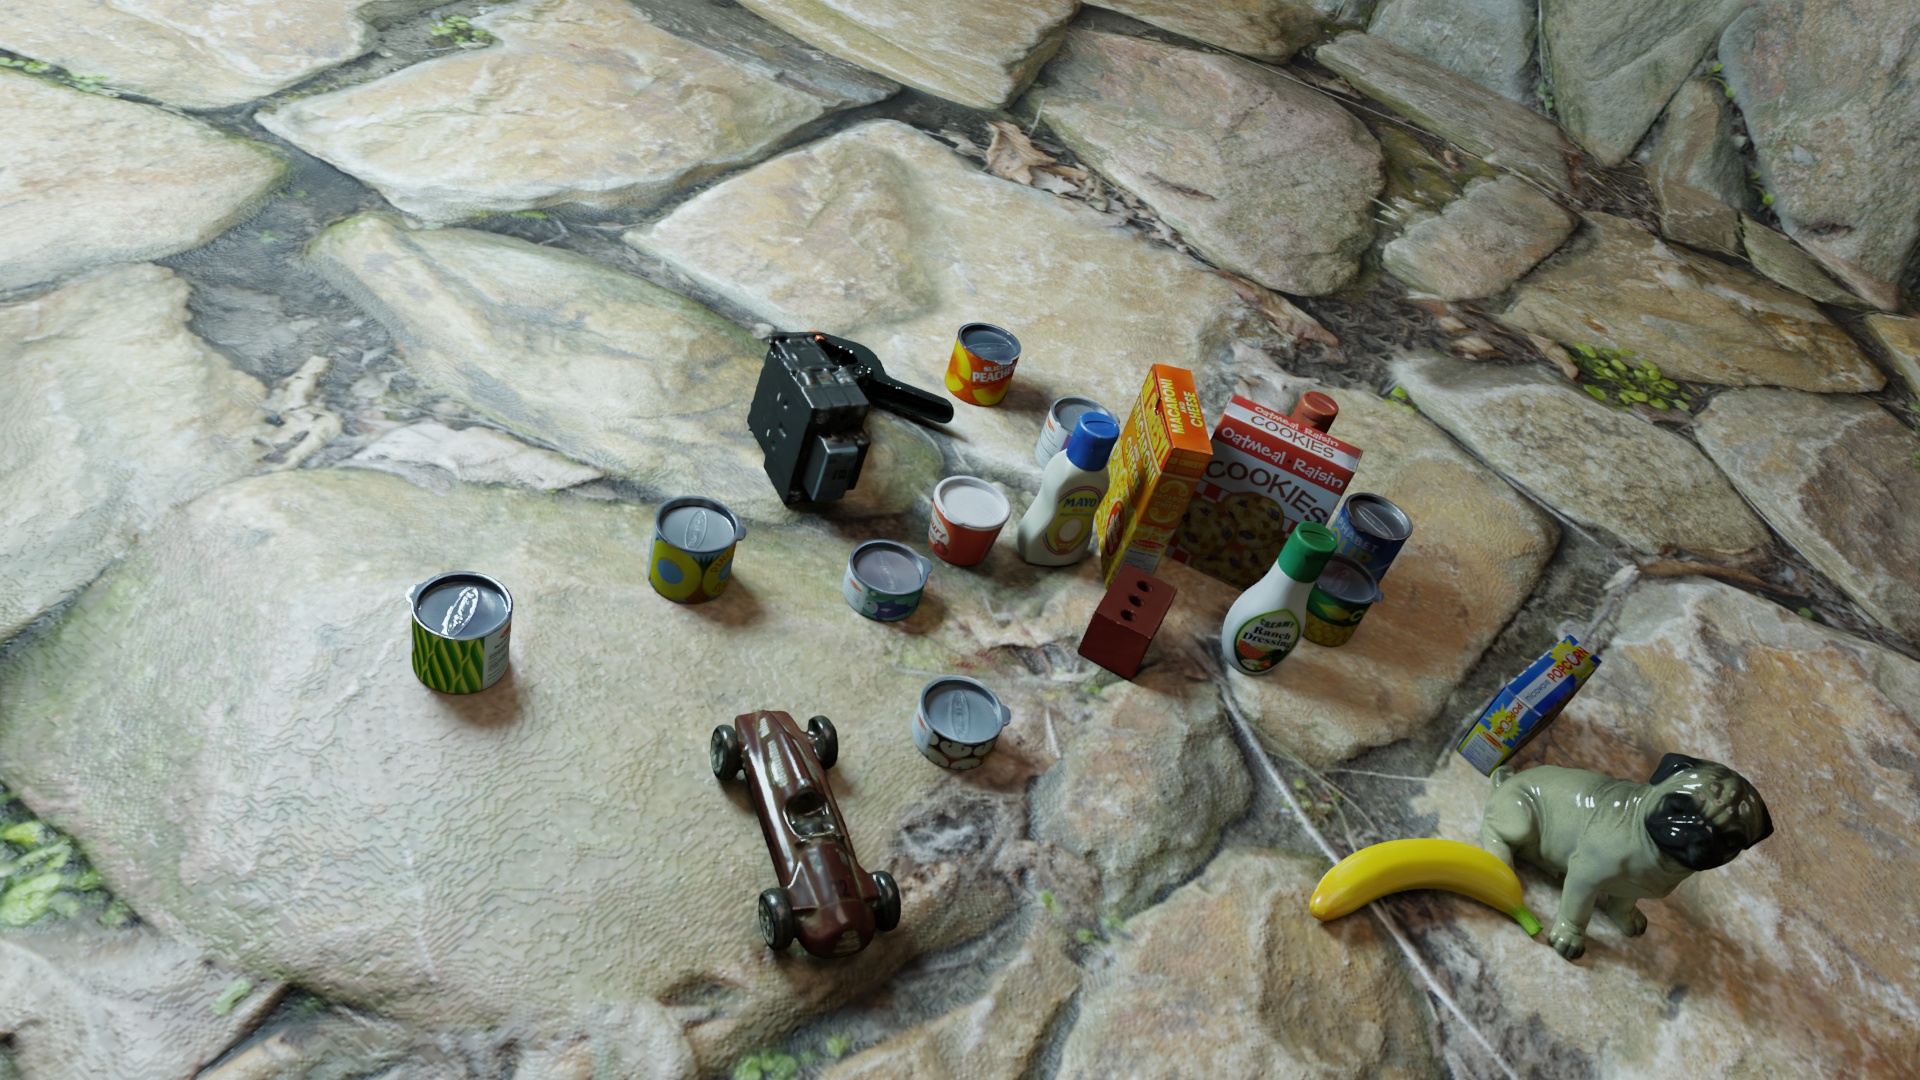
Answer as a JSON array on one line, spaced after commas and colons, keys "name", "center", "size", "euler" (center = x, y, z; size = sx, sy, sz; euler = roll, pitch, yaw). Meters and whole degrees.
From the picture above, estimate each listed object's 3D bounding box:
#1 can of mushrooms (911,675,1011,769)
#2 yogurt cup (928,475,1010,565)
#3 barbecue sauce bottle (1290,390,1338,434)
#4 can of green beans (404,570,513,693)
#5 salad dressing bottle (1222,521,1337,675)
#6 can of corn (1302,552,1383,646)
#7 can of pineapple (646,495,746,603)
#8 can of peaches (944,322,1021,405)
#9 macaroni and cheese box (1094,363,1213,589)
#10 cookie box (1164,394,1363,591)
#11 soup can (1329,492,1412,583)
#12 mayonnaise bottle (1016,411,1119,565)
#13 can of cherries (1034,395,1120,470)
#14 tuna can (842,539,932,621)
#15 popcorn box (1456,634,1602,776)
[{"name": "can of mushrooms", "center": [0.000, 0.137, 1.044], "size": [0.071, 0.033, 0.071], "euler": [11, 40, -10]}, {"name": "yogurt cup", "center": [0.004, -0.015, 1.205], "size": [0.072, 0.053, 0.073], "euler": [11, 40, -10]}, {"name": "barbecue sauce bottle", "center": [0.313, -0.074, 1.323], "size": [0.065, 0.147, 0.044], "euler": [34, 41, 17]}, {"name": "can of green beans", "center": [-0.348, 0.064, 0.968], "size": [0.071, 0.057, 0.071], "euler": [11, 40, -10]}, {"name": "salad dressing bottle", "center": [0.268, 0.049, 1.164], "size": [0.064, 0.146, 0.044], "euler": [12, 40, -9]}, {"name": "can of corn", "center": [0.337, 0.054, 1.256], "size": [0.071, 0.058, 0.071], "euler": [11, 40, -10]}, {"name": "can of pineapple", "center": [-0.209, 0.008, 1.089], "size": [0.071, 0.057, 0.071], "euler": [11, 40, -10]}, {"name": "can of peaches", "center": [0.023, -0.175, 1.394], "size": [0.071, 0.057, 0.071], "euler": [11, 40, -10]}, {"name": "macaroni and cheese box", "center": [0.165, -0.053, 1.226], "size": [0.040, 0.165, 0.124], "euler": [10, 40, -11]}, {"name": "cookie box", "center": [0.266, -0.035, 1.244], "size": [0.123, 0.166, 0.040], "euler": [25, 40, 7]}, {"name": "soup can", "center": [0.373, 0.007, 1.305], "size": [0.071, 0.083, 0.072], "euler": [11, 40, -10]}, {"name": "mayonnaise bottle", "center": [0.097, -0.043, 1.201], "size": [0.065, 0.147, 0.041], "euler": [0, 43, -22]}, {"name": "can of cherries", "center": [0.113, -0.097, 1.340], "size": [0.071, 0.058, 0.072], "euler": [11, 40, -10]}, {"name": "tuna can", "center": [-0.060, 0.033, 1.141], "size": [0.071, 0.032, 0.071], "euler": [11, 40, -10]}, {"name": "popcorn box", "center": [0.490, 0.142, 1.196], "size": [0.127, 0.084, 0.038], "euler": [-24, 55, -40]}]
